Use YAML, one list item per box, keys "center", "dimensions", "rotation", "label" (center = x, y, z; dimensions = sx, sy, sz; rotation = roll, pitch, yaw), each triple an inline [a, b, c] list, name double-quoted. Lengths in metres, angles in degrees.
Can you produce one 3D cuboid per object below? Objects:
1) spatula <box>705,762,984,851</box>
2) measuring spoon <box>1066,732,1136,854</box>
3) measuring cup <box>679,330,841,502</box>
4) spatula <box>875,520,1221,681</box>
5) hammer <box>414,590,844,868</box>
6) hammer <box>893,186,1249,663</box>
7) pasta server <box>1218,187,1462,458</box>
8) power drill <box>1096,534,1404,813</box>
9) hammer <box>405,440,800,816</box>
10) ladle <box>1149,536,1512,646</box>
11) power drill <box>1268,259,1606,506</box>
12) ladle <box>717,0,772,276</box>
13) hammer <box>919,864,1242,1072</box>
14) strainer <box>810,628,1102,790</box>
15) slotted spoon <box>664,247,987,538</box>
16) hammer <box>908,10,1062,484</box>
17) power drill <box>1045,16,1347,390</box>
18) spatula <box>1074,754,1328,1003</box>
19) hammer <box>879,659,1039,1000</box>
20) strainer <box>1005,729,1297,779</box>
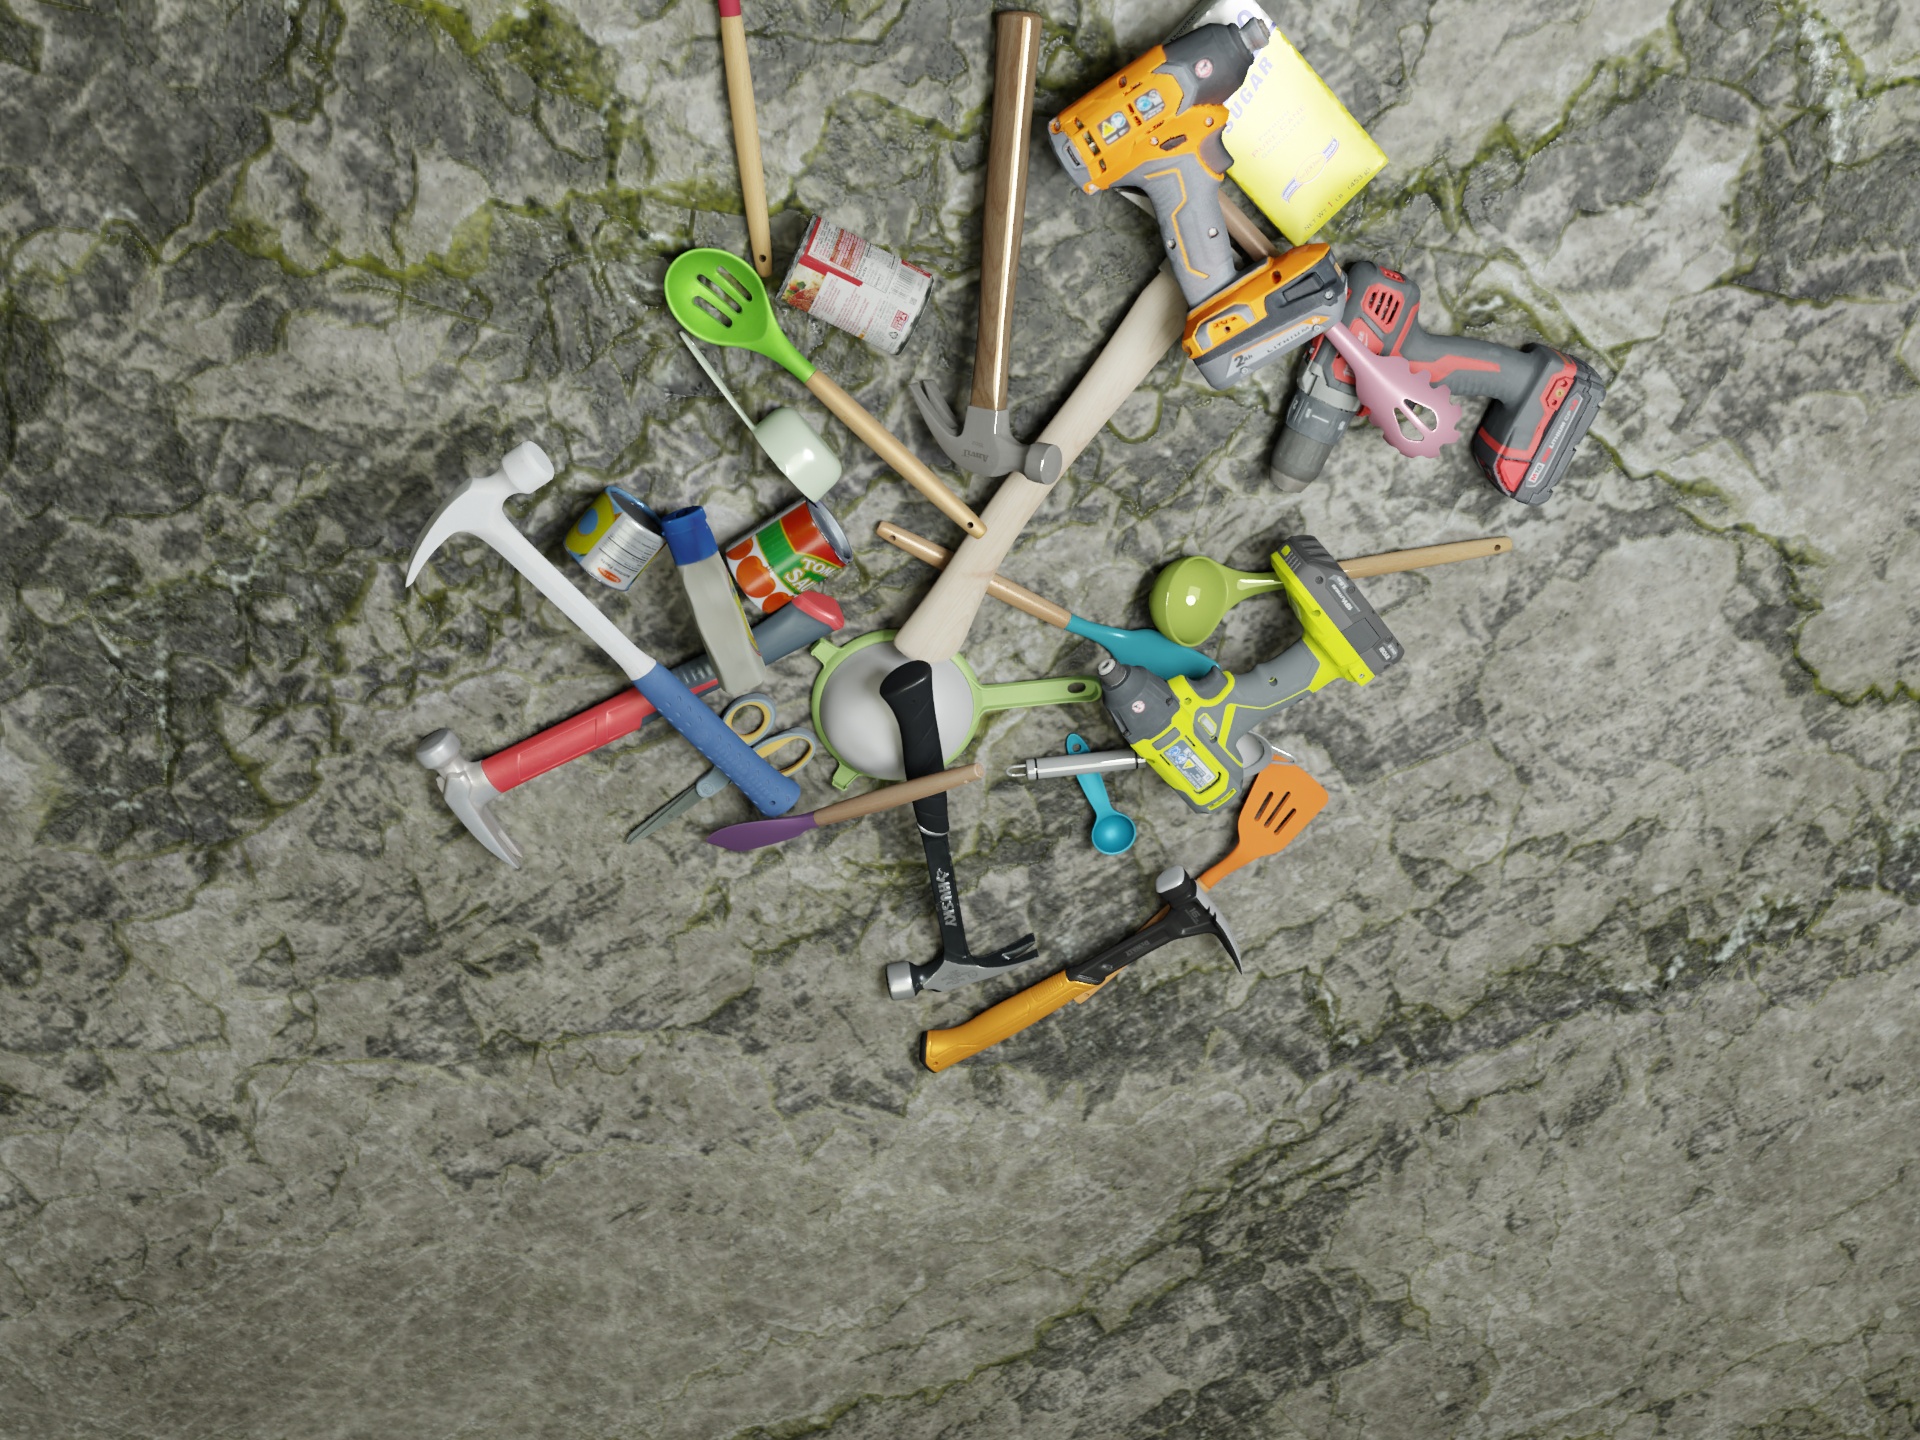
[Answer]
- center: [-0.104, 0.077, 1.361]
  dimensions: [0.316, 0.018, 0.059]
  rotation: [-17, 152, 37]
  label: "spatula"
- center: [0.124, 0.065, 1.463]
  dimensions: [0.042, 0.021, 0.128]
  rotation: [-24, 109, 1]
  label: "measuring spoon"
- center: [-0.154, -0.246, 1.244]
  dimensions: [0.038, 0.083, 0.167]
  rotation: [-38, 100, 6]
  label: "measuring cup"
- center: [0.070, -0.091, 1.353]
  dimensions: [0.317, 0.044, 0.082]
  rotation: [25, 124, -16]
  label: "spatula"
- center: [-0.270, -0.001, 1.379]
  dimensions: [0.386, 0.038, 0.143]
  rotation: [-25, 119, 9]
  label: "hammer"
- center: [0.067, -0.219, 1.268]
  dimensions: [0.146, 0.038, 0.410]
  rotation: [32, 107, -18]
  label: "hammer"
- center: [0.262, -0.318, 1.201]
  dimensions: [0.316, 0.040, 0.060]
  rotation: [46, 115, -3]
  label: "pasta server"
- center: [0.234, -0.042, 1.313]
  dimensions: [0.223, 0.080, 0.171]
  rotation: [-38, 119, 12]
  label: "power drill"
- center: [-0.269, -0.045, 1.290]
  dimensions: [0.144, 0.035, 0.405]
  rotation: [-32, 129, 12]
  label: "hammer"
- center: [0.316, -0.122, 1.350]
  dimensions: [0.320, 0.062, 0.078]
  rotation: [-9, 112, -2]
  label: "ladle"
- center: [0.372, -0.245, 1.275]
  dimensions: [0.226, 0.080, 0.187]
  rotation: [18, 116, -10]
  label: "power drill"
- center: [-0.159, -0.474, 1.133]
  dimensions: [0.069, 0.031, 0.315]
  rotation: [-4, 121, 1]
  label: "ladle"
- center: [0.105, 0.262, 1.539]
  dimensions: [0.337, 0.034, 0.127]
  rotation: [-31, 115, 19]
  label: "hammer"
- center: [-0.002, -0.004, 1.380]
  dimensions: [0.256, 0.069, 0.151]
  rotation: [-6, 119, 0]
  label: "strainer"
- center: [-0.098, -0.248, 1.234]
  dimensions: [0.313, 0.031, 0.070]
  rotation: [41, 109, -12]
  label: "slotted spoon"
- center: [0.028, -0.349, 1.188]
  dimensions: [0.130, 0.031, 0.331]
  rotation: [17, 114, 32]
  label: "hammer"
- center: [0.186, -0.370, 1.128]
  dimensions: [0.164, 0.084, 0.226]
  rotation: [-28, 106, 26]
  label: "power drill"
- center: [0.217, 0.164, 1.520]
  dimensions: [0.081, 0.041, 0.322]
  rotation: [34, 115, -21]
  label: "spatula"
- center: [-0.017, 0.106, 1.410]
  dimensions: [0.149, 0.036, 0.408]
  rotation: [-10, 133, -2]
  label: "hammer"
- center: [0.169, 0.030, 1.425]
  dimensions: [0.258, 0.050, 0.086]
  rotation: [-6, 145, 0]
  label: "strainer"
